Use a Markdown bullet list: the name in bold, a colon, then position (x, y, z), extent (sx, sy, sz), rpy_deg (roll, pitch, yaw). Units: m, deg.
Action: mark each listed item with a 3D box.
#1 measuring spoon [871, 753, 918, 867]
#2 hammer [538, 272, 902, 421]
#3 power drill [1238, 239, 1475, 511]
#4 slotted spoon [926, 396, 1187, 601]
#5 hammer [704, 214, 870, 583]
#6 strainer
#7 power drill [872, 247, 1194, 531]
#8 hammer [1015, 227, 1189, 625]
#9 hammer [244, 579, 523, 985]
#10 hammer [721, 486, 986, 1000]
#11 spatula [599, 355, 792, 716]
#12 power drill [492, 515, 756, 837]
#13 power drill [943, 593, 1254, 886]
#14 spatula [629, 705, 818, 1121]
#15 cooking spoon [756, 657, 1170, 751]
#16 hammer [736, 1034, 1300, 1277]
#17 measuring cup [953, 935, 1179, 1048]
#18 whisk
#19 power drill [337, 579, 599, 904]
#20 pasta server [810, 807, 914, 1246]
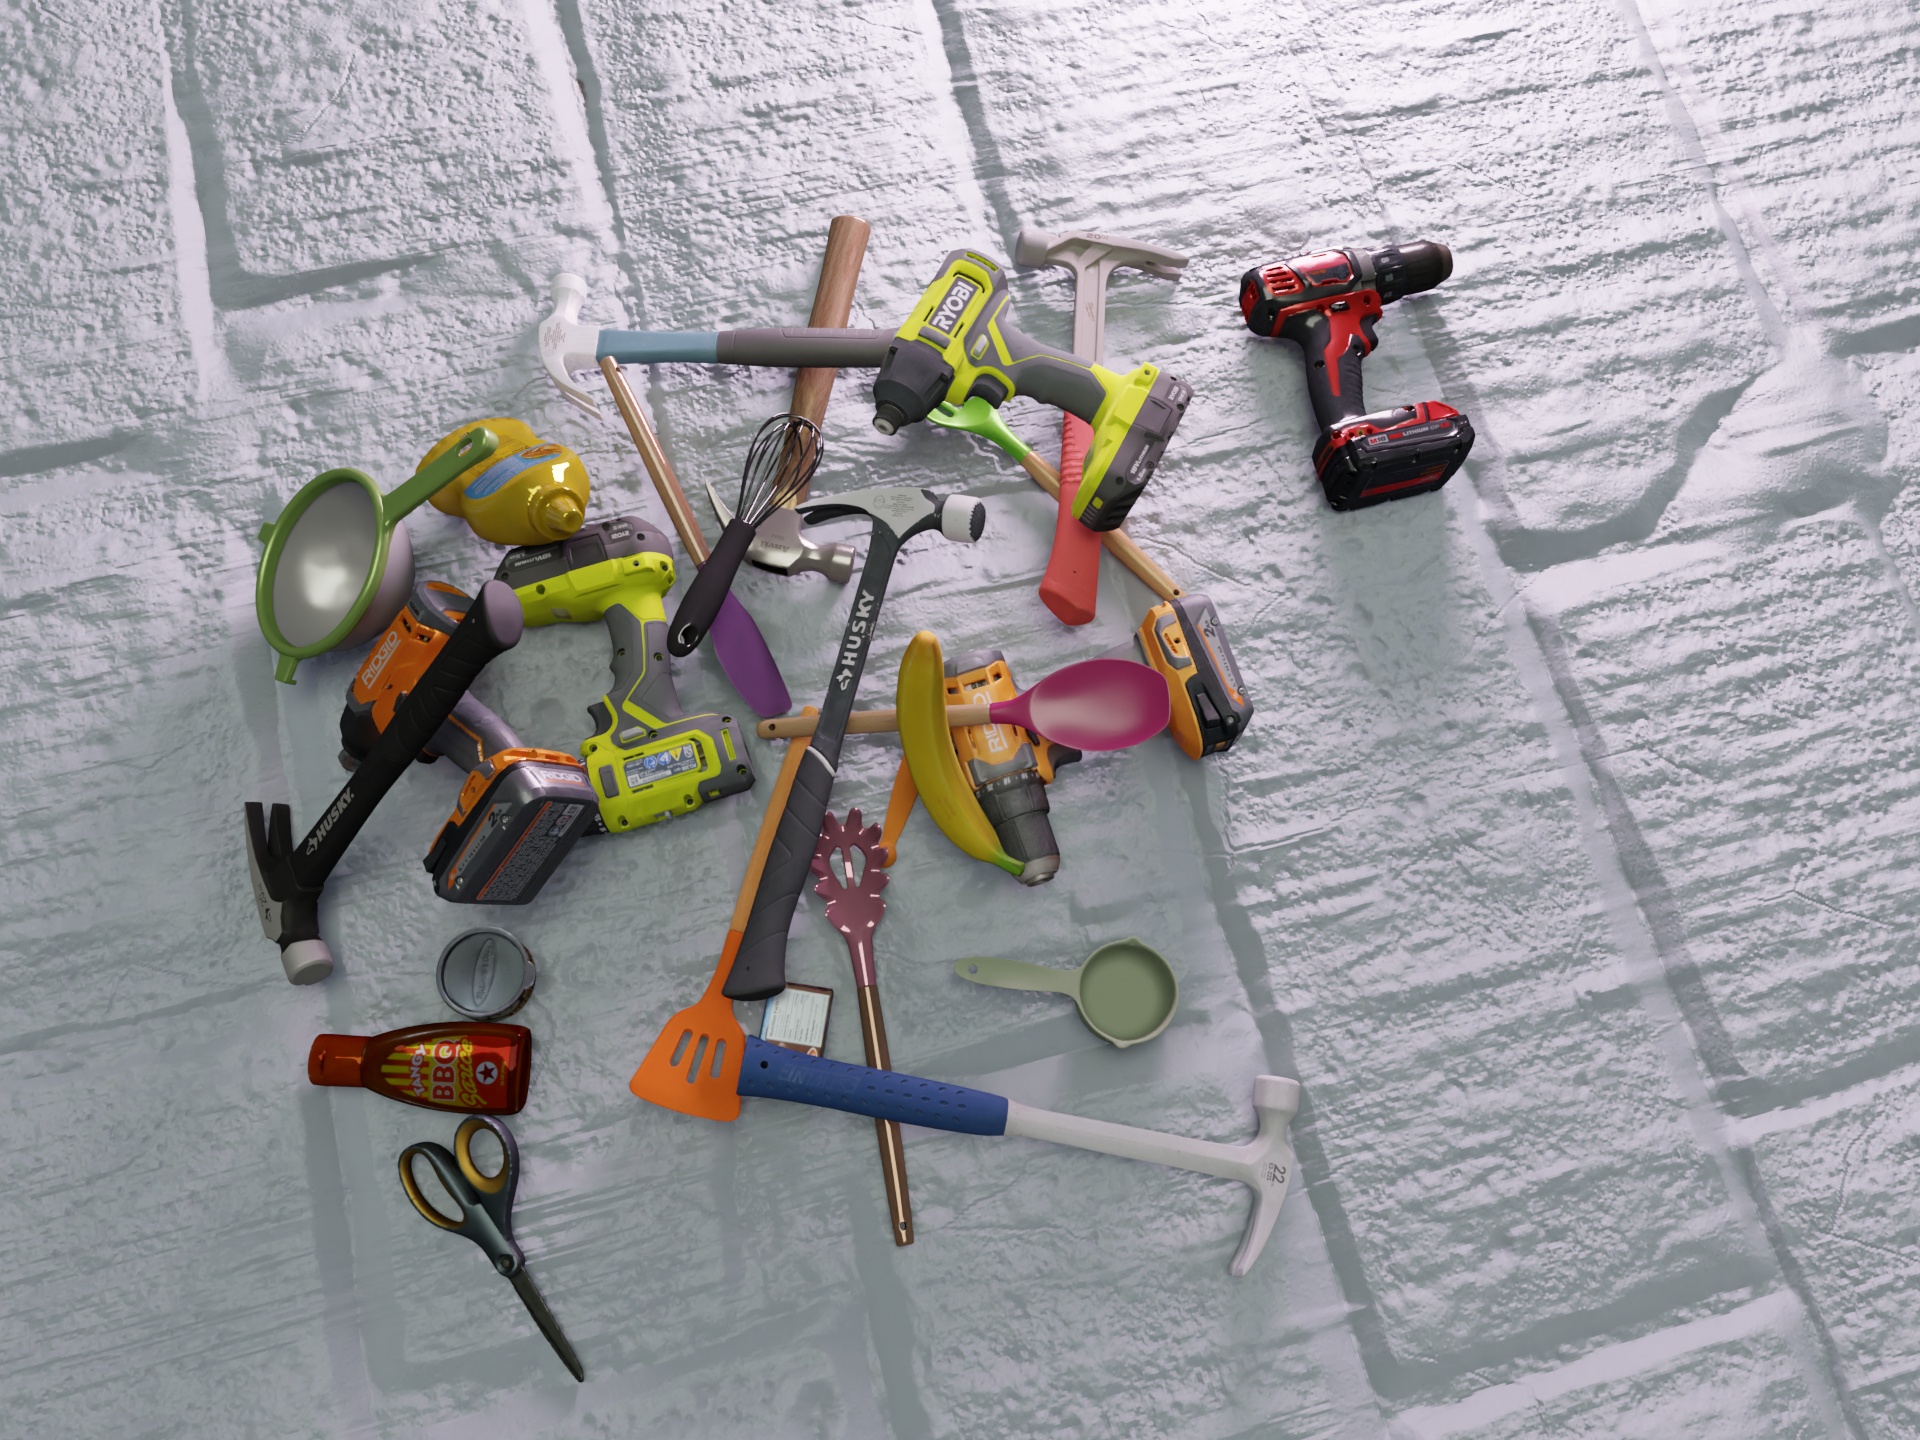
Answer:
- **measuring spoon**: position (-0.044, 0.059, 1.234), extent (0.021, 0.011, 0.117), rpy_deg (17, 72, 2)
- **hammer**: position (-0.183, -0.306, 1.300), extent (0.331, 0.033, 0.128), rpy_deg (2, 67, 6)
- **power drill**: position (0.355, -0.305, 1.344), extent (0.188, 0.080, 0.227), rpy_deg (-14, 71, -8)
- **slotted spoon**: position (0.072, -0.199, 1.316), extent (0.314, 0.031, 0.070), rpy_deg (44, 73, 8)
- **hammer**: position (-0.125, -0.276, 1.325), extent (0.130, 0.031, 0.331), rpy_deg (10, 72, -1)
- **strainer**: position (-0.425, -0.138, 1.203), extent (0.256, 0.069, 0.152), rpy_deg (-30, 61, 21)
- **power drill**: position (0.051, -0.248, 1.231), extent (0.223, 0.080, 0.171), rpy_deg (29, 66, 0)
- **hammer**: position (0.111, -0.246, 1.308), extent (0.149, 0.036, 0.359), rpy_deg (8, 68, -9)
- **hammer**: position (-0.402, 0.027, 1.103), extent (0.334, 0.035, 0.146), rpy_deg (-47, 59, 24)
- **hammer**: position (-0.103, 0.010, 1.187), extent (0.149, 0.036, 0.409), rpy_deg (11, 75, 21)
- **spatula**: position (-0.214, -0.146, 1.249), extent (0.059, 0.018, 0.316), rpy_deg (-18, 80, -55)
- **power drill**: position (-0.277, -0.024, 1.213), extent (0.190, 0.080, 0.229), rpy_deg (-17, 77, -5)
- **power drill**: position (0.107, 0.013, 1.225), extent (0.226, 0.084, 0.185), rpy_deg (-17, 74, -4)
- **spatula**: position (-0.158, 0.135, 1.189), extent (0.081, 0.041, 0.323), rpy_deg (17, 71, -3)
- **cooking spoon**: position (-0.002, -0.004, 1.194), extent (0.319, 0.017, 0.069), rpy_deg (-4, 84, 13)
- **hammer**: position (0.042, 0.292, 1.136), extent (0.405, 0.035, 0.144), rpy_deg (12, 73, -6)
- **measuring cup**: position (0.077, 0.198, 1.187), extent (0.167, 0.038, 0.083), rpy_deg (8, 72, 1)
- **whisk**: position (-0.166, -0.145, 1.222), extent (0.055, 0.055, 0.239), rpy_deg (22, 63, 3)
- **power drill**: position (-0.371, 0.028, 1.151), extent (0.164, 0.084, 0.227), rpy_deg (-50, 60, 17)
- **pasta server**: position (-0.065, 0.222, 1.169), extent (0.060, 0.040, 0.316), rpy_deg (-8, 74, -6)
